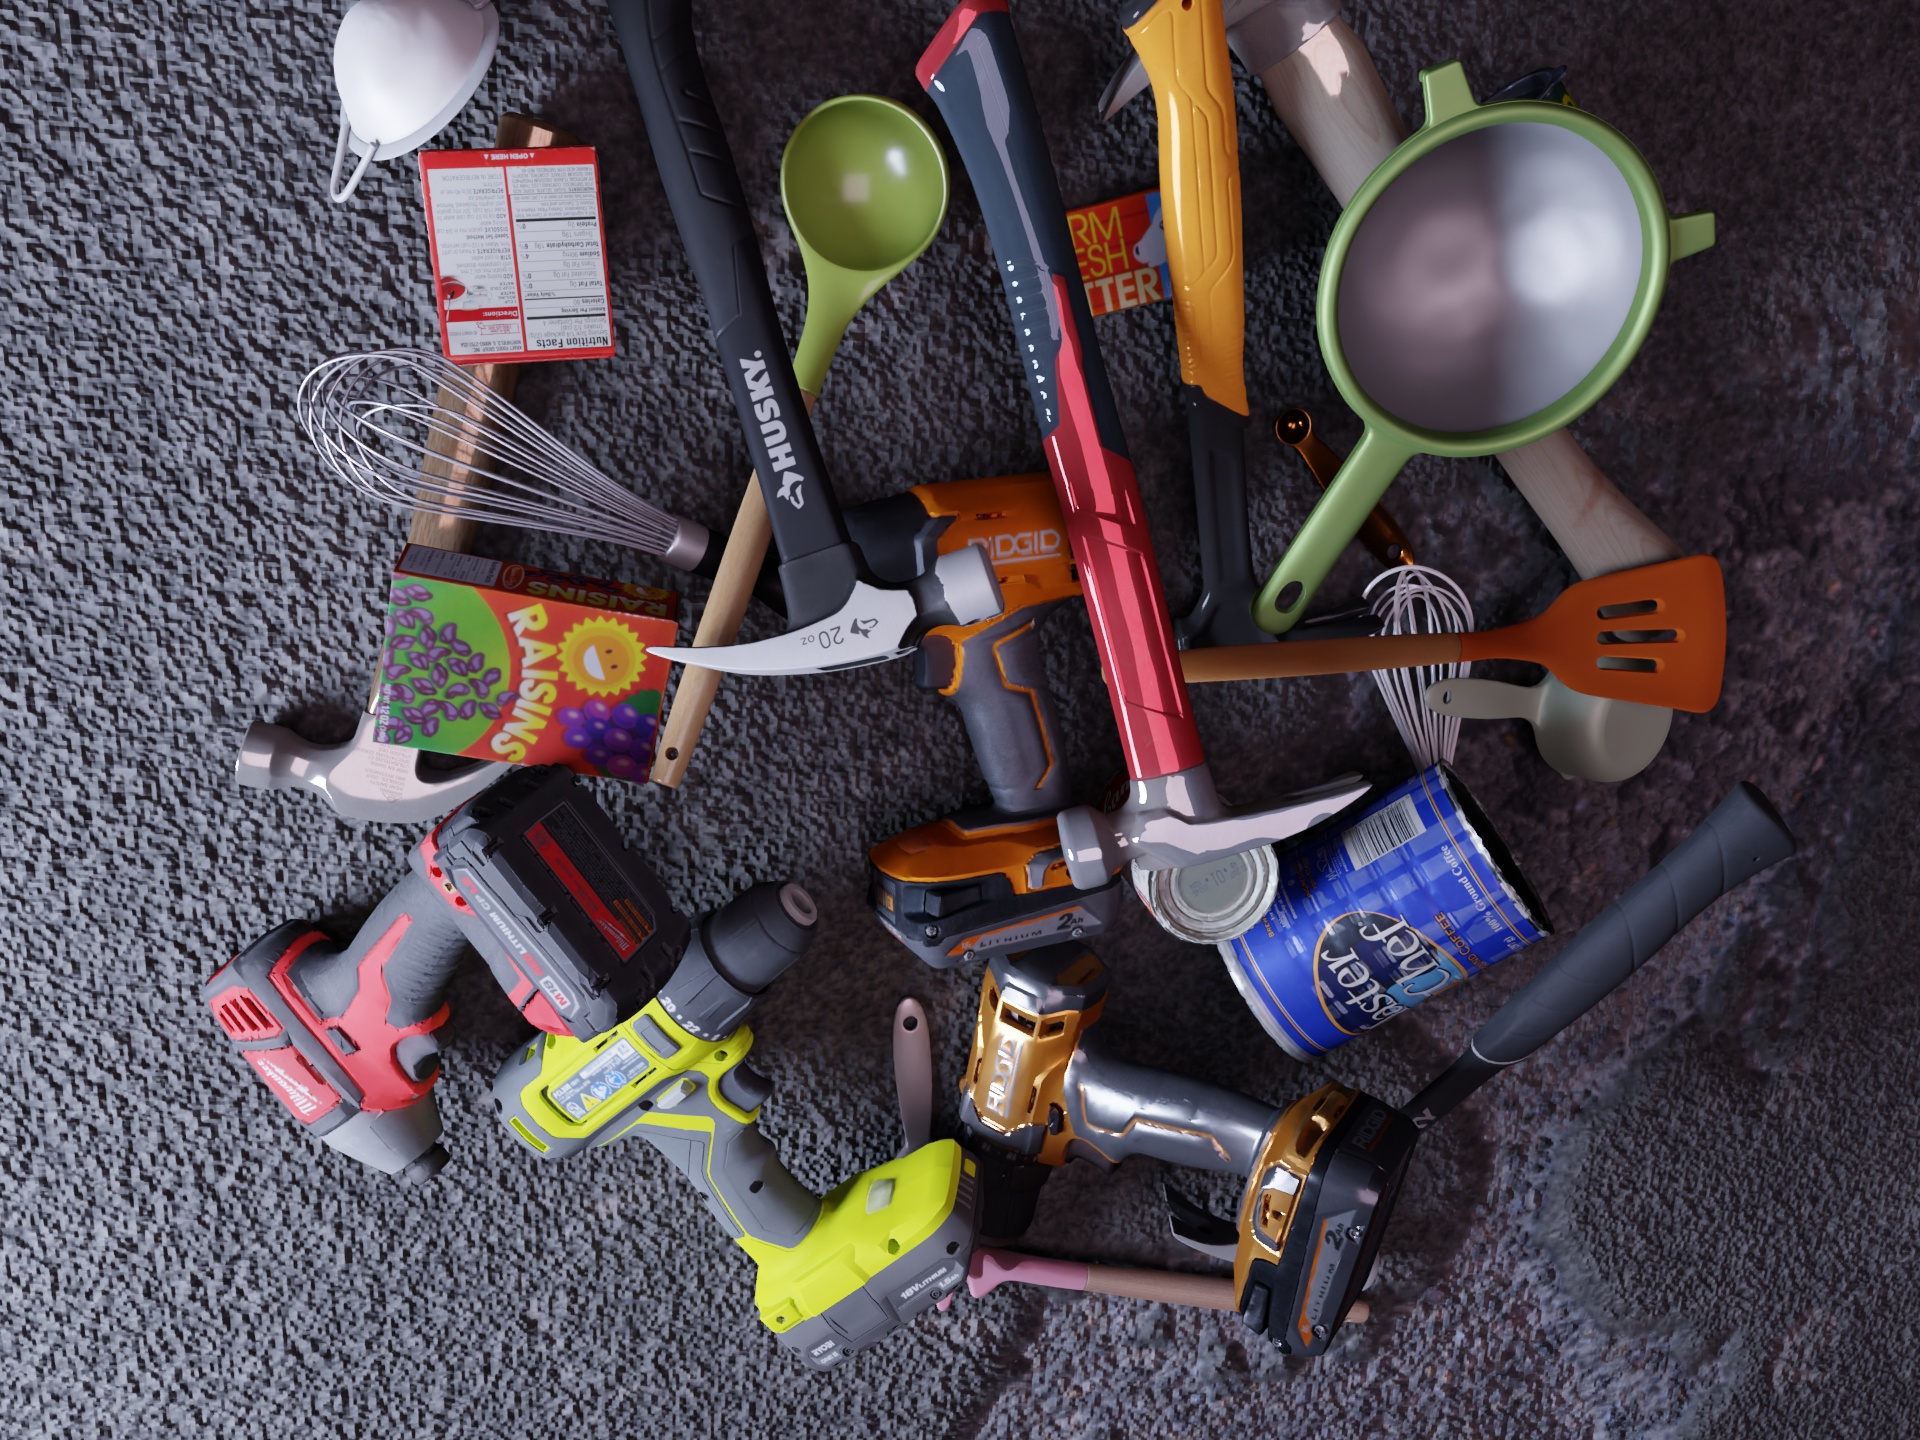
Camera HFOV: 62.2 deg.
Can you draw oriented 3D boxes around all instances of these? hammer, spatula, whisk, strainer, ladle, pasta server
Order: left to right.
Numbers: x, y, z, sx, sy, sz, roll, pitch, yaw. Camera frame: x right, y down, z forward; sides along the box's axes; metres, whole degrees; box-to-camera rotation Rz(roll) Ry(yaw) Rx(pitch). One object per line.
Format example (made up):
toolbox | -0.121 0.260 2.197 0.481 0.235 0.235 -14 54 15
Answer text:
hammer | -0.231 -0.109 0.734 0.130 0.031 0.331 15 101 -14
strainer | -0.188 -0.326 0.669 0.258 0.087 0.050 -48 146 -7
whisk | -0.153 -0.093 0.716 0.284 0.070 0.070 21 100 -32
hammer | -0.100 -0.179 0.677 0.146 0.035 0.335 -18 85 7
ladle | -0.081 -0.124 0.704 0.078 0.062 0.320 18 84 4
hammer | 0.071 -0.124 0.703 0.143 0.038 0.386 -15 99 2
pasta server | 0.095 0.330 0.912 0.316 0.040 0.060 12 140 -16
hammer | 0.125 -0.172 0.736 0.127 0.034 0.336 -12 121 0
strainer | 0.199 -0.156 0.719 0.151 0.069 0.256 22 117 -17
spatula | 0.226 -0.034 0.780 0.322 0.041 0.081 -4 98 -15
whisk | 0.257 0.032 0.863 0.059 0.058 0.246 -3 112 26
hammer | 0.235 -0.184 0.770 0.146 0.038 0.410 -32 117 21
hammer | 0.256 0.172 0.802 0.149 0.036 0.408 17 129 -22

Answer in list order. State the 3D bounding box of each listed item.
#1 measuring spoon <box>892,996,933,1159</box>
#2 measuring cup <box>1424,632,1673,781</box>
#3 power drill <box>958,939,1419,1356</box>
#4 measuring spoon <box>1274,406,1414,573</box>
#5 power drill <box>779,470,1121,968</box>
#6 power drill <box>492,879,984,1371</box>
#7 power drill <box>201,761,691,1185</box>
measuring spoon | -0.024 0.210 0.866 0.034 0.018 0.124 -6 105 -9
measuring cup | 0.313 -0.006 0.836 0.167 0.038 0.083 3 101 -32
power drill | 0.098 0.230 0.813 0.226 0.084 0.185 23 116 26
measuring spoon | 0.200 -0.118 0.827 0.021 0.011 0.116 -44 112 3
power drill | -0.001 -0.002 0.770 0.164 0.084 0.226 -9 104 -22
power drill | -0.093 0.199 0.796 0.190 0.080 0.228 -38 104 18
power drill | -0.238 0.127 0.734 0.219 0.078 0.143 -32 98 26
